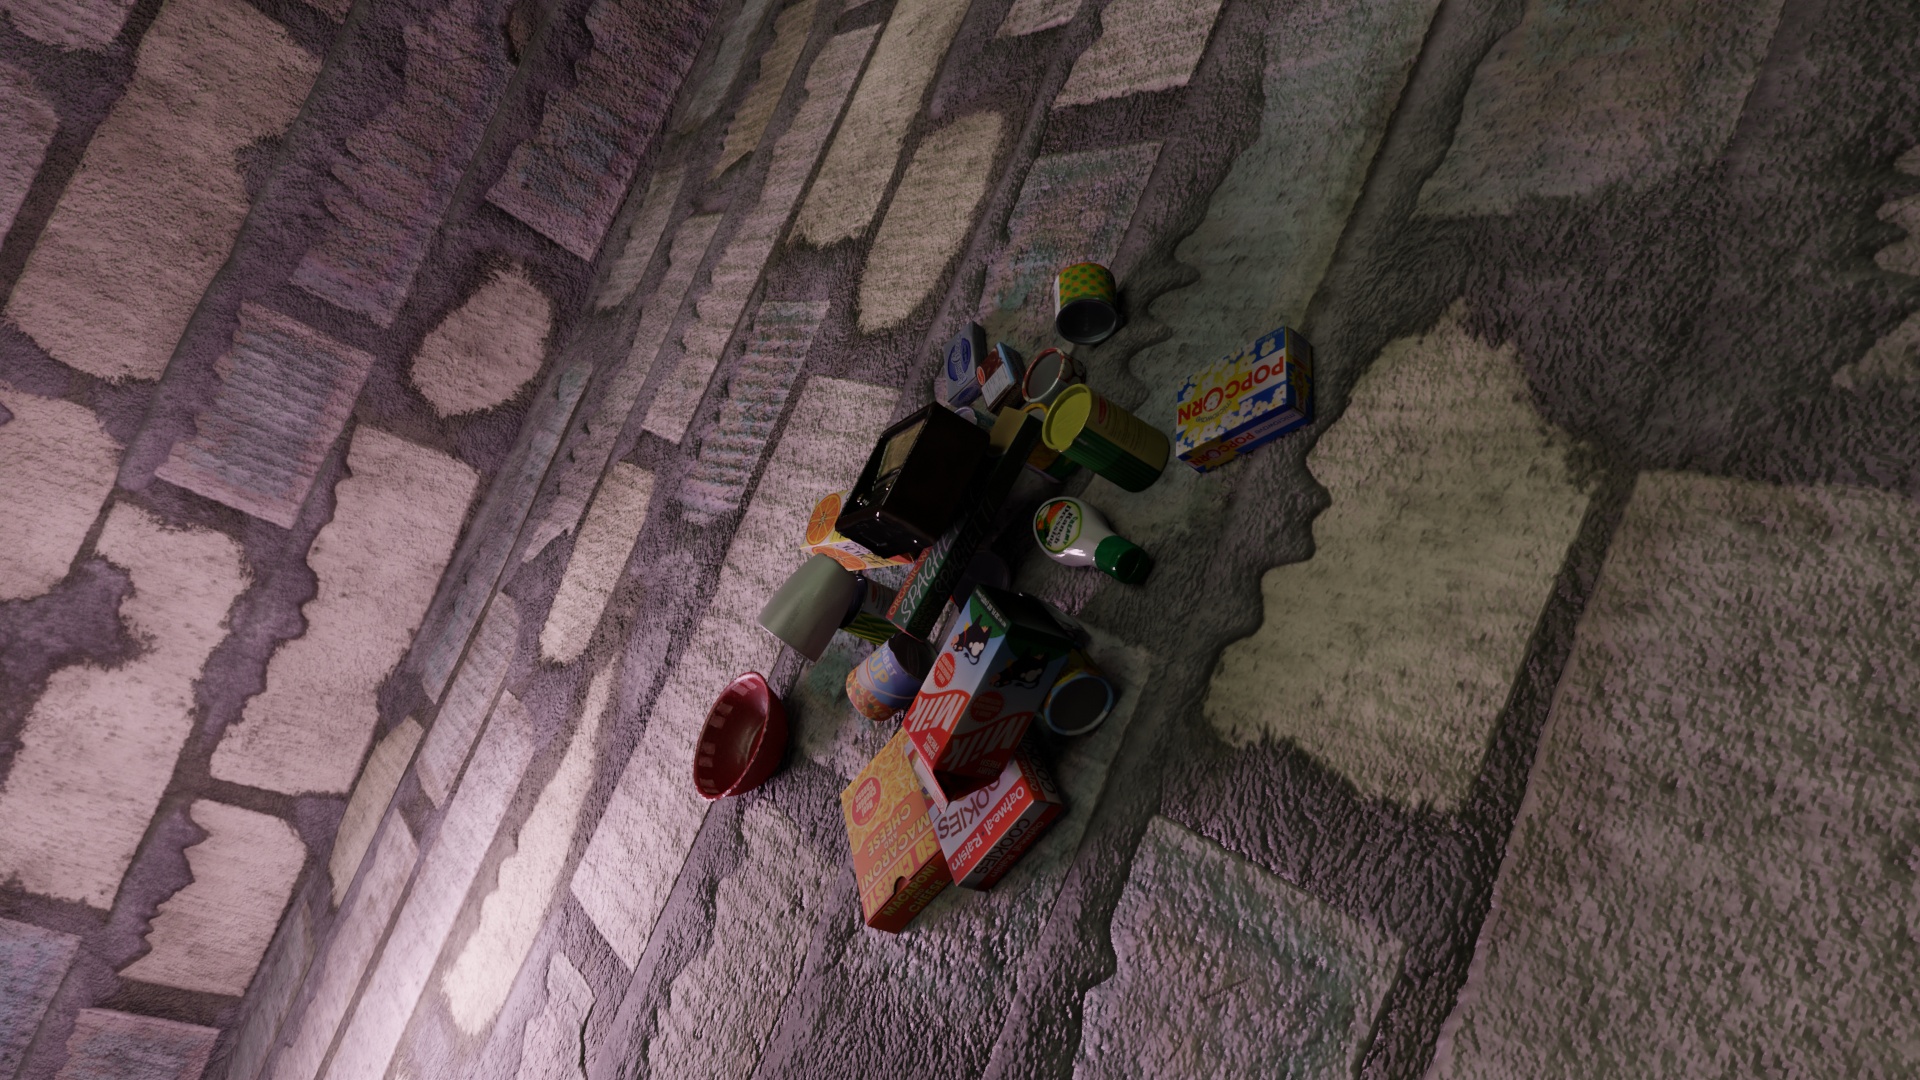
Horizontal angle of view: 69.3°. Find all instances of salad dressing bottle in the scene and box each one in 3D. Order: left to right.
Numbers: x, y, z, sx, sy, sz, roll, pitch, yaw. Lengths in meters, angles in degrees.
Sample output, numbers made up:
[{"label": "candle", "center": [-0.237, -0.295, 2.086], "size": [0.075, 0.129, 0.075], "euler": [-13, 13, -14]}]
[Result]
[{"label": "salad dressing bottle", "center": [0.122, 0.001, 1.304], "size": [0.064, 0.044, 0.148], "euler": [-62, 31, 3]}]

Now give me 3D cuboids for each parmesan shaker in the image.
[{"label": "parmesan shaker", "center": [0.136, -0.092, 1.298], "size": [0.071, 0.103, 0.072], "euler": [-36, 40, 37]}]

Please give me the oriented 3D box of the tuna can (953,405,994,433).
[{"label": "tuna can", "center": [0.008, -0.117, 1.571], "size": [0.070, 0.033, 0.071], "euler": [-35, 41, 38]}]

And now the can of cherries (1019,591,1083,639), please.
[{"label": "can of cherries", "center": [0.072, 0.090, 1.291], "size": [0.058, 0.071, 0.071], "euler": [-60, 31, 6]}]

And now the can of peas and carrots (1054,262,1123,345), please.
[{"label": "can of peas and carrots", "center": [0.134, -0.249, 1.458], "size": [0.070, 0.071, 0.059], "euler": [-35, 40, 38]}]

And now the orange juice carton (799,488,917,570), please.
[{"label": "orange juice carton", "center": [-0.101, -0.016, 1.616], "size": [0.192, 0.073, 0.072], "euler": [-8, 59, 53]}]

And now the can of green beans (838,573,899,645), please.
[{"label": "can of green beans", "center": [-0.102, 0.078, 1.561], "size": [0.071, 0.058, 0.071], "euler": [-35, 41, 38]}]

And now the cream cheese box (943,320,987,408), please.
[{"label": "cream cheese box", "center": [0.007, -0.209, 1.651], "size": [0.053, 0.024, 0.104], "euler": [-40, 38, 34]}]

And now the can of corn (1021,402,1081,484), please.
[{"label": "can of corn", "center": [0.089, -0.101, 1.416], "size": [0.071, 0.058, 0.071], "euler": [-35, 41, 38]}]

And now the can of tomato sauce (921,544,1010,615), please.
[{"label": "can of tomato sauce", "center": [0.003, 0.033, 1.435], "size": [0.071, 0.071, 0.083], "euler": [-61, 31, 4]}]

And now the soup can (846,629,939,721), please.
[{"label": "soup can", "center": [-0.072, 0.141, 1.457], "size": [0.083, 0.071, 0.072], "euler": [-41, 37, 32]}]

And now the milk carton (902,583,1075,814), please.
[{"label": "milk carton", "center": [0.014, 0.141, 1.208], "size": [0.190, 0.073, 0.072], "euler": [-62, 34, 15]}]

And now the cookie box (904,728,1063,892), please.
[{"label": "cookie box", "center": [0.018, 0.215, 1.273], "size": [0.122, 0.040, 0.168], "euler": [-53, 40, 25]}]

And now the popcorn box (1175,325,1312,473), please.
[{"label": "popcorn box", "center": [0.248, -0.122, 1.219], "size": [0.126, 0.038, 0.085], "euler": [-27, 47, 44]}]

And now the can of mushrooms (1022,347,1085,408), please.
[{"label": "can of mushrooms", "center": [0.098, -0.171, 1.480], "size": [0.070, 0.033, 0.071], "euler": [-35, 41, 38]}]

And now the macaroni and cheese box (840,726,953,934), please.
[{"label": "macaroni and cheese box", "center": [-0.058, 0.279, 1.361], "size": [0.123, 0.040, 0.167], "euler": [-49, 34, 23]}]

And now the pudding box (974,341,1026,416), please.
[{"label": "pudding box", "center": [0.048, -0.180, 1.563], "size": [0.049, 0.030, 0.084], "euler": [-48, 34, 25]}]

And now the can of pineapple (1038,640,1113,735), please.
[{"label": "can of pineapple", "center": [0.094, 0.128, 1.225], "size": [0.071, 0.071, 0.058], "euler": [-55, 33, 13]}]

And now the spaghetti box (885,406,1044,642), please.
[{"label": "spaghetti box", "center": [0.005, -0.017, 1.378], "size": [0.250, 0.028, 0.050], "euler": [-60, 31, -2]}]
